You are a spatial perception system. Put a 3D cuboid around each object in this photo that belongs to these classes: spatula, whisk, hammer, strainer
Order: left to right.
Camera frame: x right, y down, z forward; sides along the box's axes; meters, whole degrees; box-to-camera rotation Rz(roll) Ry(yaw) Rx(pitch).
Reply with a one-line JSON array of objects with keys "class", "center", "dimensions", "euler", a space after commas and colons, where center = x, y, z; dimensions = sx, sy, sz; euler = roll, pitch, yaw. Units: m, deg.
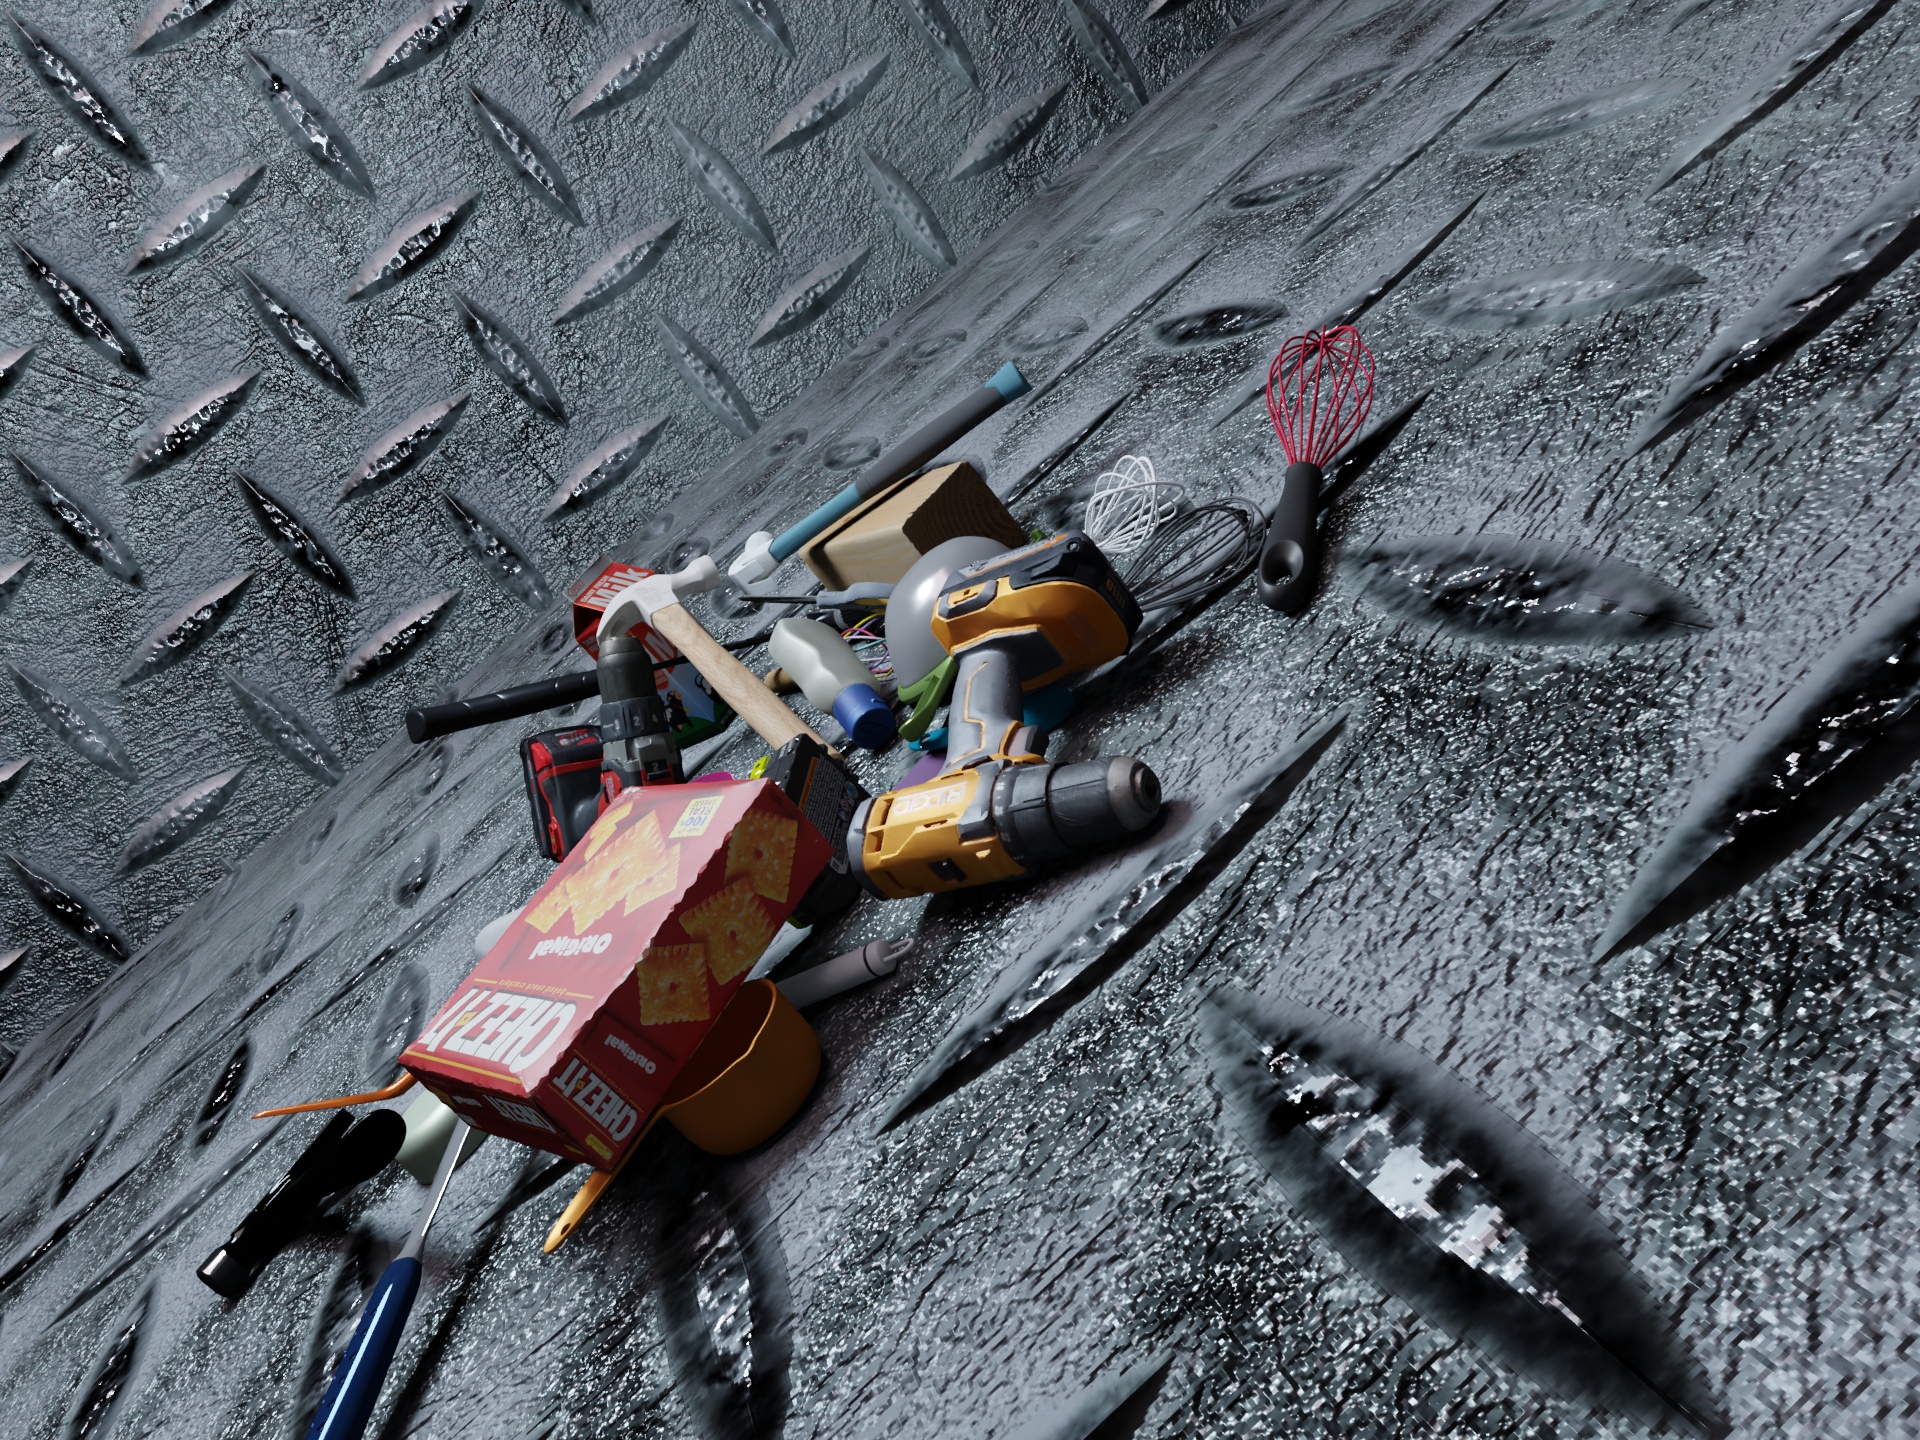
[{"class": "hammer", "center": [-0.425, 0.303, 1.067], "dimensions": [0.334, 0.035, 0.146], "euler": [-36, 14, 51]}, {"class": "hammer", "center": [-0.308, 0.297, 0.897], "dimensions": [0.144, 0.035, 0.406], "euler": [-39, 24, 28]}, {"class": "spatula", "center": [-0.355, 0.215, 1.163], "dimensions": [0.322, 0.041, 0.081], "euler": [-32, -7, -9]}, {"class": "hammer", "center": [-0.282, -0.046, 1.408], "dimensions": [0.409, 0.036, 0.149], "euler": [-15, 3, -15]}, {"class": "hammer", "center": [-0.192, -0.037, 1.286], "dimensions": [0.130, 0.031, 0.332], "euler": [-27, 41, -21]}, {"class": "strainer", "center": [-0.131, 0.170, 0.925], "dimensions": [0.258, 0.050, 0.087], "euler": [-26, 9, 25]}, {"class": "whisk", "center": [-0.112, -0.048, 1.371], "dimensions": [0.051, 0.047, 0.245], "euler": [-37, 11, -30]}, {"class": "hammer", "center": [-0.075, -0.210, 1.392], "dimensions": [0.331, 0.033, 0.128], "euler": [-32, 20, 22]}, {"class": "strainer", "center": [-0.024, -0.065, 1.151], "dimensions": [0.151, 0.069, 0.256], "euler": [-41, 12, 27]}, {"class": "spatula", "center": [-0.002, -0.004, 1.099], "dimensions": [0.060, 0.018, 0.316], "euler": [-13, 31, 30]}, {"class": "whisk", "center": [0.091, -0.119, 1.066], "dimensions": [0.059, 0.058, 0.246], "euler": [-6, -9, -12]}, {"class": "whisk", "center": [0.095, -0.066, 1.028], "dimensions": [0.239, 0.055, 0.055], "euler": [-36, 19, 21]}, {"class": "whisk", "center": [0.218, -0.164, 1.005], "dimensions": [0.073, 0.073, 0.296], "euler": [-25, 30, 36]}]

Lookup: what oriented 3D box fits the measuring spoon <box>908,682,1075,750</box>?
[{"class": "measuring spoon", "center": [0.015, -0.002, 1.035], "dimensions": [0.128, 0.021, 0.042], "euler": [-14, 32, 32]}]

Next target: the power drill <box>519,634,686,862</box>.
[{"class": "power drill", "center": [-0.291, 0.033, 1.310], "dimensions": [0.080, 0.188, 0.227], "euler": [-11, 1, -31]}]

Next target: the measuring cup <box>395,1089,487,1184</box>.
[{"class": "measuring cup", "center": [-0.322, 0.254, 1.082], "dimensions": [0.167, 0.038, 0.083], "euler": [-34, 20, 20]}]

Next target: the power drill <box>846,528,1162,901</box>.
[{"class": "power drill", "center": [0.043, -0.005, 0.910], "dimensions": [0.185, 0.084, 0.226], "euler": [-15, 41, 35]}]

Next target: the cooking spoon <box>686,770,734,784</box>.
[{"class": "cooking spoon", "center": [-0.276, 0.145, 1.216], "dimensions": [0.319, 0.017, 0.069], "euler": [-40, 53, 20]}]

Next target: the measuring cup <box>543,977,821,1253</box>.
[{"class": "measuring cup", "center": [-0.140, 0.215, 0.823], "dimensions": [0.174, 0.052, 0.095], "euler": [-51, 22, -24]}]

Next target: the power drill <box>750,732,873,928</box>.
[{"class": "power drill", "center": [-0.168, 0.119, 1.053], "dimensions": [0.223, 0.080, 0.171], "euler": [-34, 25, 25]}]
